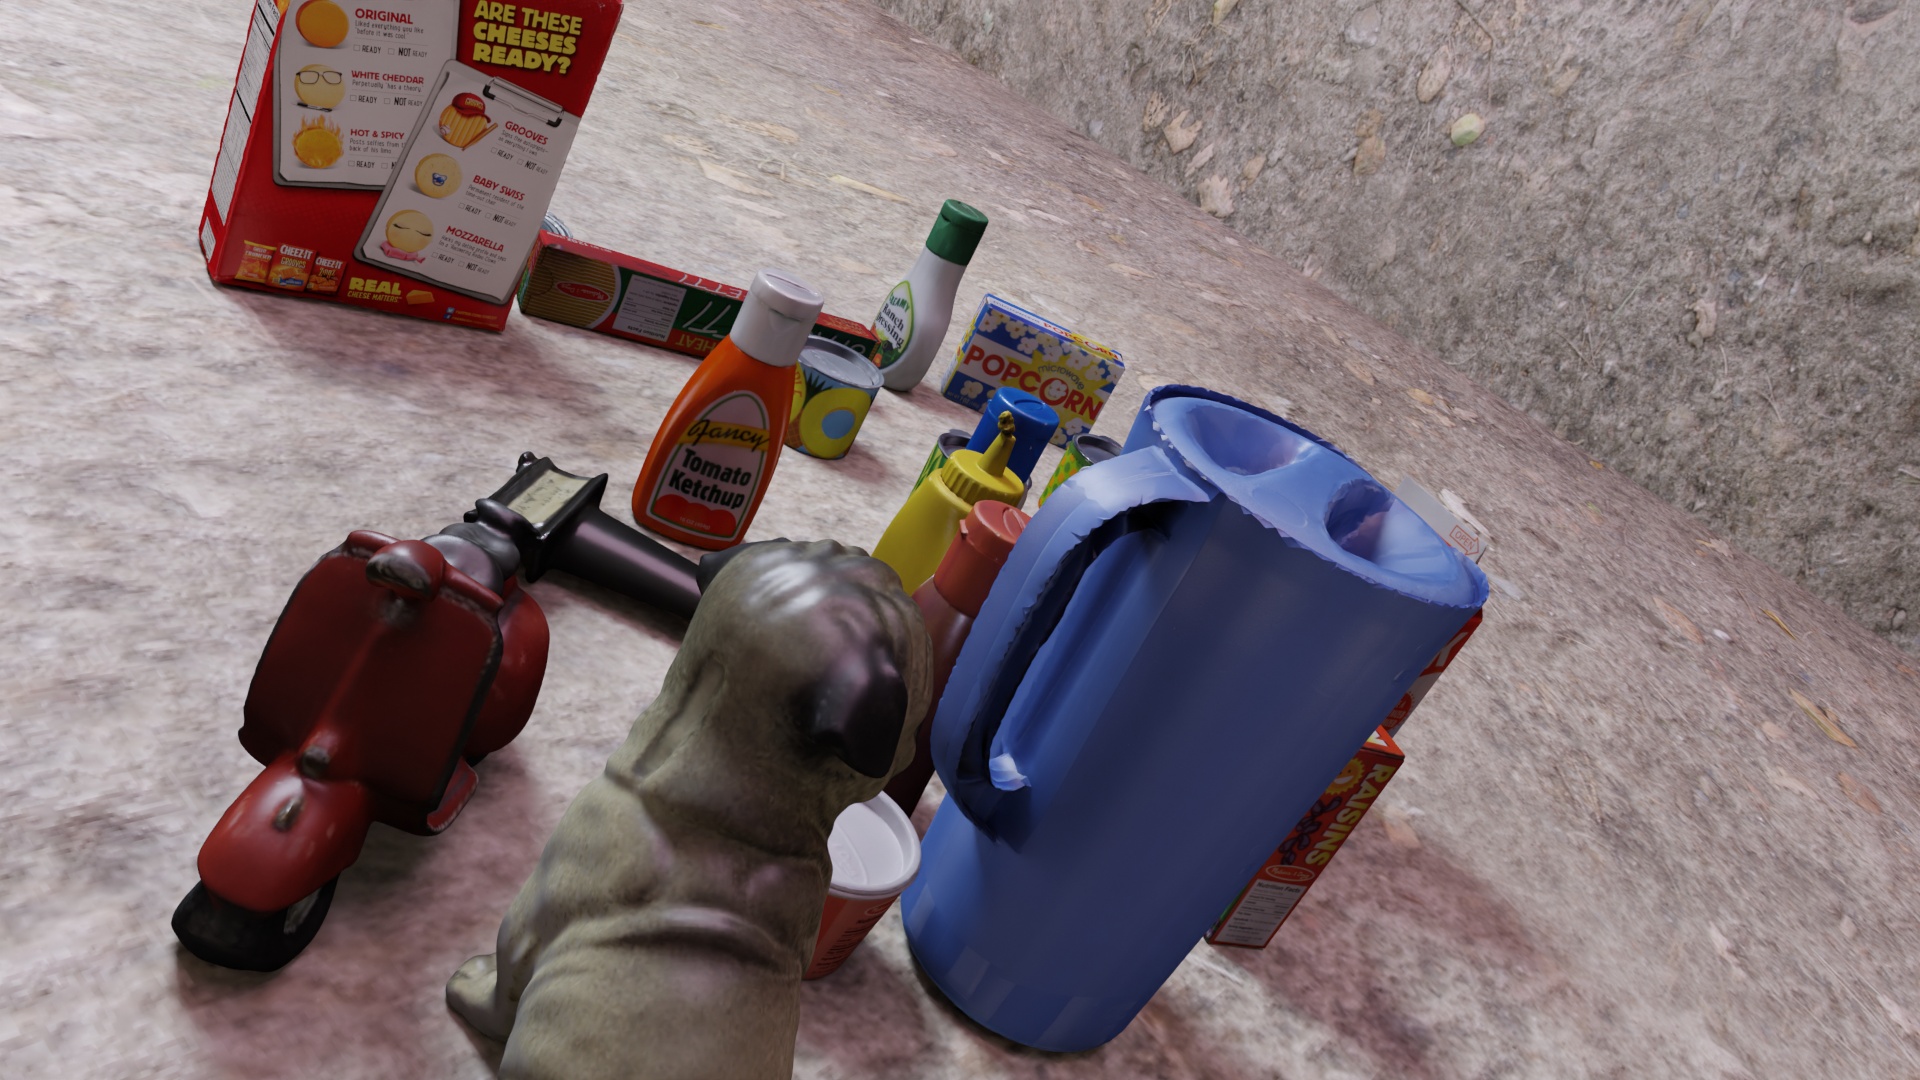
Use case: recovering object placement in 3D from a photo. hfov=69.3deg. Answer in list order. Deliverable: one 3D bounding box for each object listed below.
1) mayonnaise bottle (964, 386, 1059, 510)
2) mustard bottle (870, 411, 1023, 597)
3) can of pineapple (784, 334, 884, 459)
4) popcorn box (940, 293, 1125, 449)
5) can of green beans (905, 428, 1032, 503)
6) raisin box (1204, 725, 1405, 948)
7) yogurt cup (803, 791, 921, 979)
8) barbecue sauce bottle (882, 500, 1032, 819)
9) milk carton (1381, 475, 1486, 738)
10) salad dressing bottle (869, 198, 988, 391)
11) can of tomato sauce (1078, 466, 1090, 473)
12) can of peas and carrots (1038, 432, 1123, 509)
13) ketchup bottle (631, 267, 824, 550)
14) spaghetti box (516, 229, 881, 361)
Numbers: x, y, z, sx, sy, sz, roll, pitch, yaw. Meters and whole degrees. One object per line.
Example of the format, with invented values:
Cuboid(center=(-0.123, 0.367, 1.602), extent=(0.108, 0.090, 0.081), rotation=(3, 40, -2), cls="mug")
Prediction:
Cuboid(center=(0.003, -0.009, 0.730), extent=(0.041, 0.147, 0.065), rotation=(38, 25, 22), cls="mayonnaise bottle")
Cuboid(center=(-0.007, 0.008, 0.669), extent=(0.049, 0.159, 0.065), rotation=(5, 33, -44), cls="mustard bottle")
Cuboid(center=(-0.093, -0.095, 0.911), extent=(0.071, 0.057, 0.071), rotation=(24, 24, -11), cls="can of pineapple")
Cuboid(center=(0.058, -0.135, 1.125), extent=(0.127, 0.085, 0.038), rotation=(22, 24, -14), cls="popcorn box")
Cuboid(center=(0.003, -0.027, 0.880), extent=(0.071, 0.057, 0.071), rotation=(24, 24, -11), cls="can of green beans")
Cuboid(center=(0.143, 0.117, 0.658), extent=(0.040, 0.123, 0.086), rotation=(16, 26, -27), cls="raisin box")
Cuboid(center=(-0.055, 0.124, 0.515), extent=(0.072, 0.053, 0.073), rotation=(24, 24, -11), cls="yogurt cup")
Cuboid(center=(-0.011, 0.053, 0.589), extent=(0.044, 0.148, 0.065), rotation=(21, 24, -16), cls="barbecue sauce bottle")
Cuboid(center=(0.215, 0.059, 0.771), extent=(0.073, 0.189, 0.072), rotation=(12, 28, -33), cls="milk carton")
Cuboid(center=(-0.027, -0.187, 1.059), extent=(0.044, 0.147, 0.064), rotation=(9, 30, -38), cls="salad dressing bottle")
Cuboid(center=(0.085, 0.006, 0.872), extent=(0.071, 0.082, 0.071), rotation=(24, 24, -11), cls="can of tomato sauce")
Cuboid(center=(0.097, -0.037, 1.001), extent=(0.071, 0.058, 0.071), rotation=(24, 24, -11), cls="can of peas and carrots")
Cuboid(center=(-0.116, -0.068, 0.718), extent=(0.065, 0.148, 0.044), rotation=(19, 25, -21), cls="ketchup bottle")
Cuboid(center=(-0.172, -0.151, 0.948), extent=(0.250, 0.050, 0.029), rotation=(11, 29, -34), cls="spaghetti box")
